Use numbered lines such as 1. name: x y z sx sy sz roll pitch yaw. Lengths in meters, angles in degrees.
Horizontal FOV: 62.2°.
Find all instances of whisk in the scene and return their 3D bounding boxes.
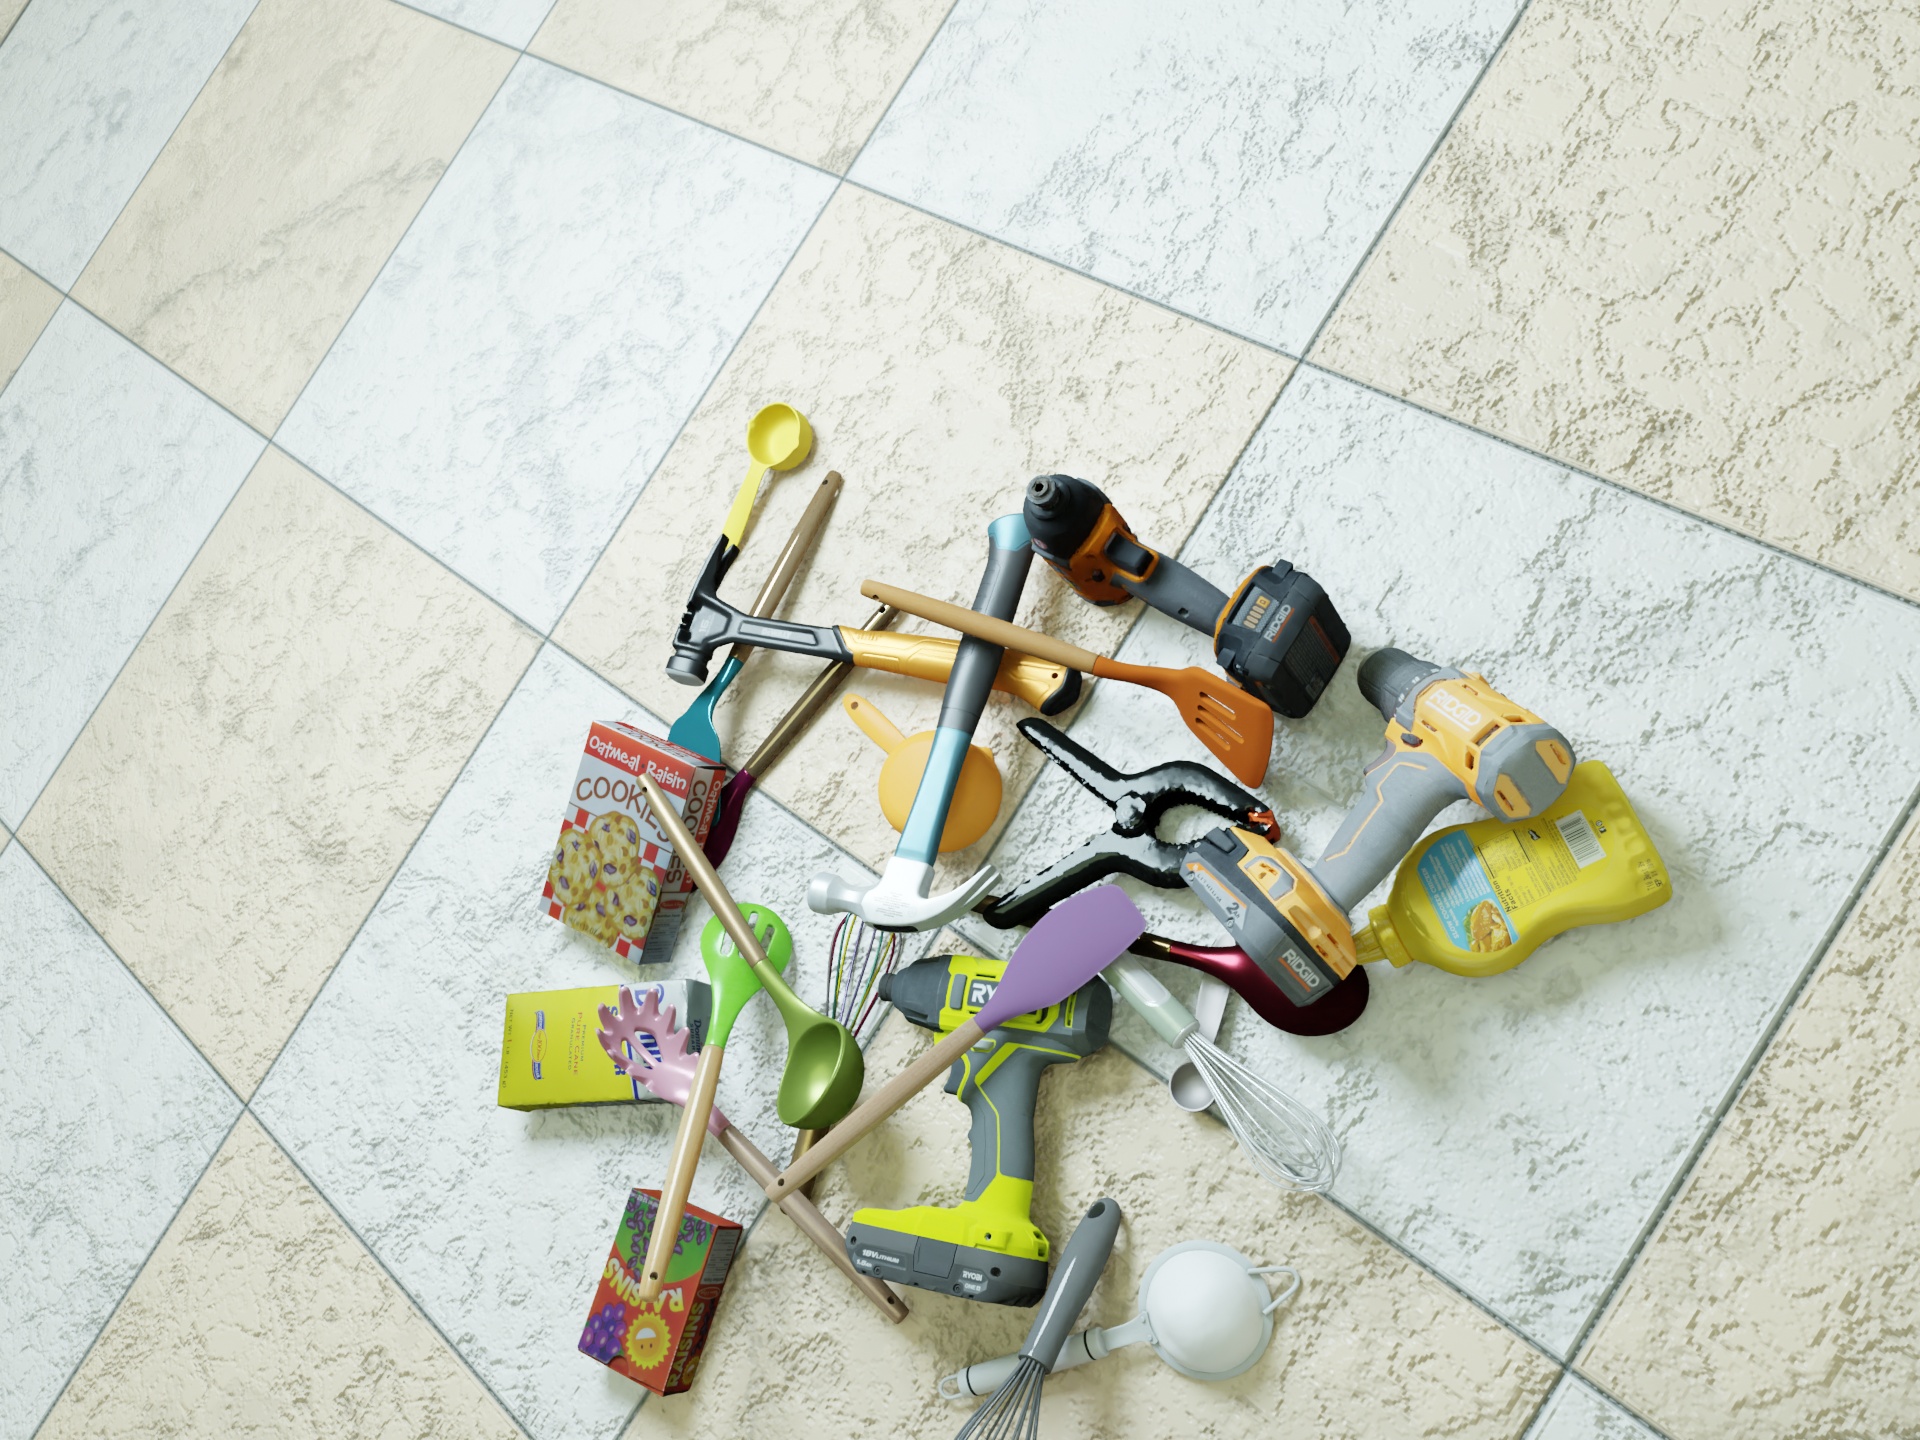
1. whisk: 0.048 0.400 0.992 0.055 0.055 0.239 10 48 29
2. whisk: 0.152 0.210 1.034 0.058 0.059 0.247 -29 56 -27
3. whisk: -0.091 0.242 1.170 0.047 0.051 0.245 12 81 23

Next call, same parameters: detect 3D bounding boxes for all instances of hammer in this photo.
1. hammer: -0.065 -0.062 1.240 0.337 0.034 0.127 11 73 21
2. hammer: -0.002 -0.004 1.158 0.128 0.033 0.331 11 72 20

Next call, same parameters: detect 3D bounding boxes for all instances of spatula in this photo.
1. spatula: -0.008 0.220 1.071 0.316 0.018 0.060 -40 52 1
2. spatula: -0.169 -0.068 1.319 0.082 0.044 0.317 15 73 38
3. spatula: 0.069 -0.041 1.116 0.323 0.081 0.041 20 49 17

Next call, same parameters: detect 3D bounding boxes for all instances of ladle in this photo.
1. ladle: 0.125 0.152 1.096 0.315 0.031 0.069 10 69 33
2. ladle: -0.168 0.159 1.168 0.078 0.062 0.320 -47 63 20

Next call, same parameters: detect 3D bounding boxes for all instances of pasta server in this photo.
1. pasta server: -0.151 0.311 1.144 0.316 0.040 0.060 40 54 22

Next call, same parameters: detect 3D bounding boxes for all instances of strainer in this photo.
1. strainer: 0.095 0.401 1.025 0.258 0.050 0.087 -26 77 20

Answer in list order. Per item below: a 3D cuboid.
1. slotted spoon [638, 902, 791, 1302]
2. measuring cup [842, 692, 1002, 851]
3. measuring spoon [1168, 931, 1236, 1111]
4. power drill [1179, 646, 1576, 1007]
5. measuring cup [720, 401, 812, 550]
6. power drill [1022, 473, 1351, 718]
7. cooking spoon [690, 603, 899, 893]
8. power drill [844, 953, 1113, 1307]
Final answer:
1. slotted spoon: -0.181 0.261 1.145 0.070 0.031 0.314 15 52 -5
2. measuring cup: -0.046 0.026 1.214 0.095 0.052 0.174 -49 61 4
3. measuring spoon: 0.169 0.204 1.072 0.034 0.018 0.124 6 69 30
4. power drill: 0.250 0.052 1.012 0.226 0.084 0.185 -42 29 4
5. measuring cup: -0.174 -0.199 1.378 0.062 0.029 0.156 28 98 31
6. power drill: 0.144 -0.097 1.099 0.227 0.164 0.084 32 89 29
7. cooking spoon: -0.155 0.023 1.290 0.319 0.017 0.069 -49 59 5
8. power drill: 0.003 0.275 1.094 0.171 0.080 0.223 2 70 27
